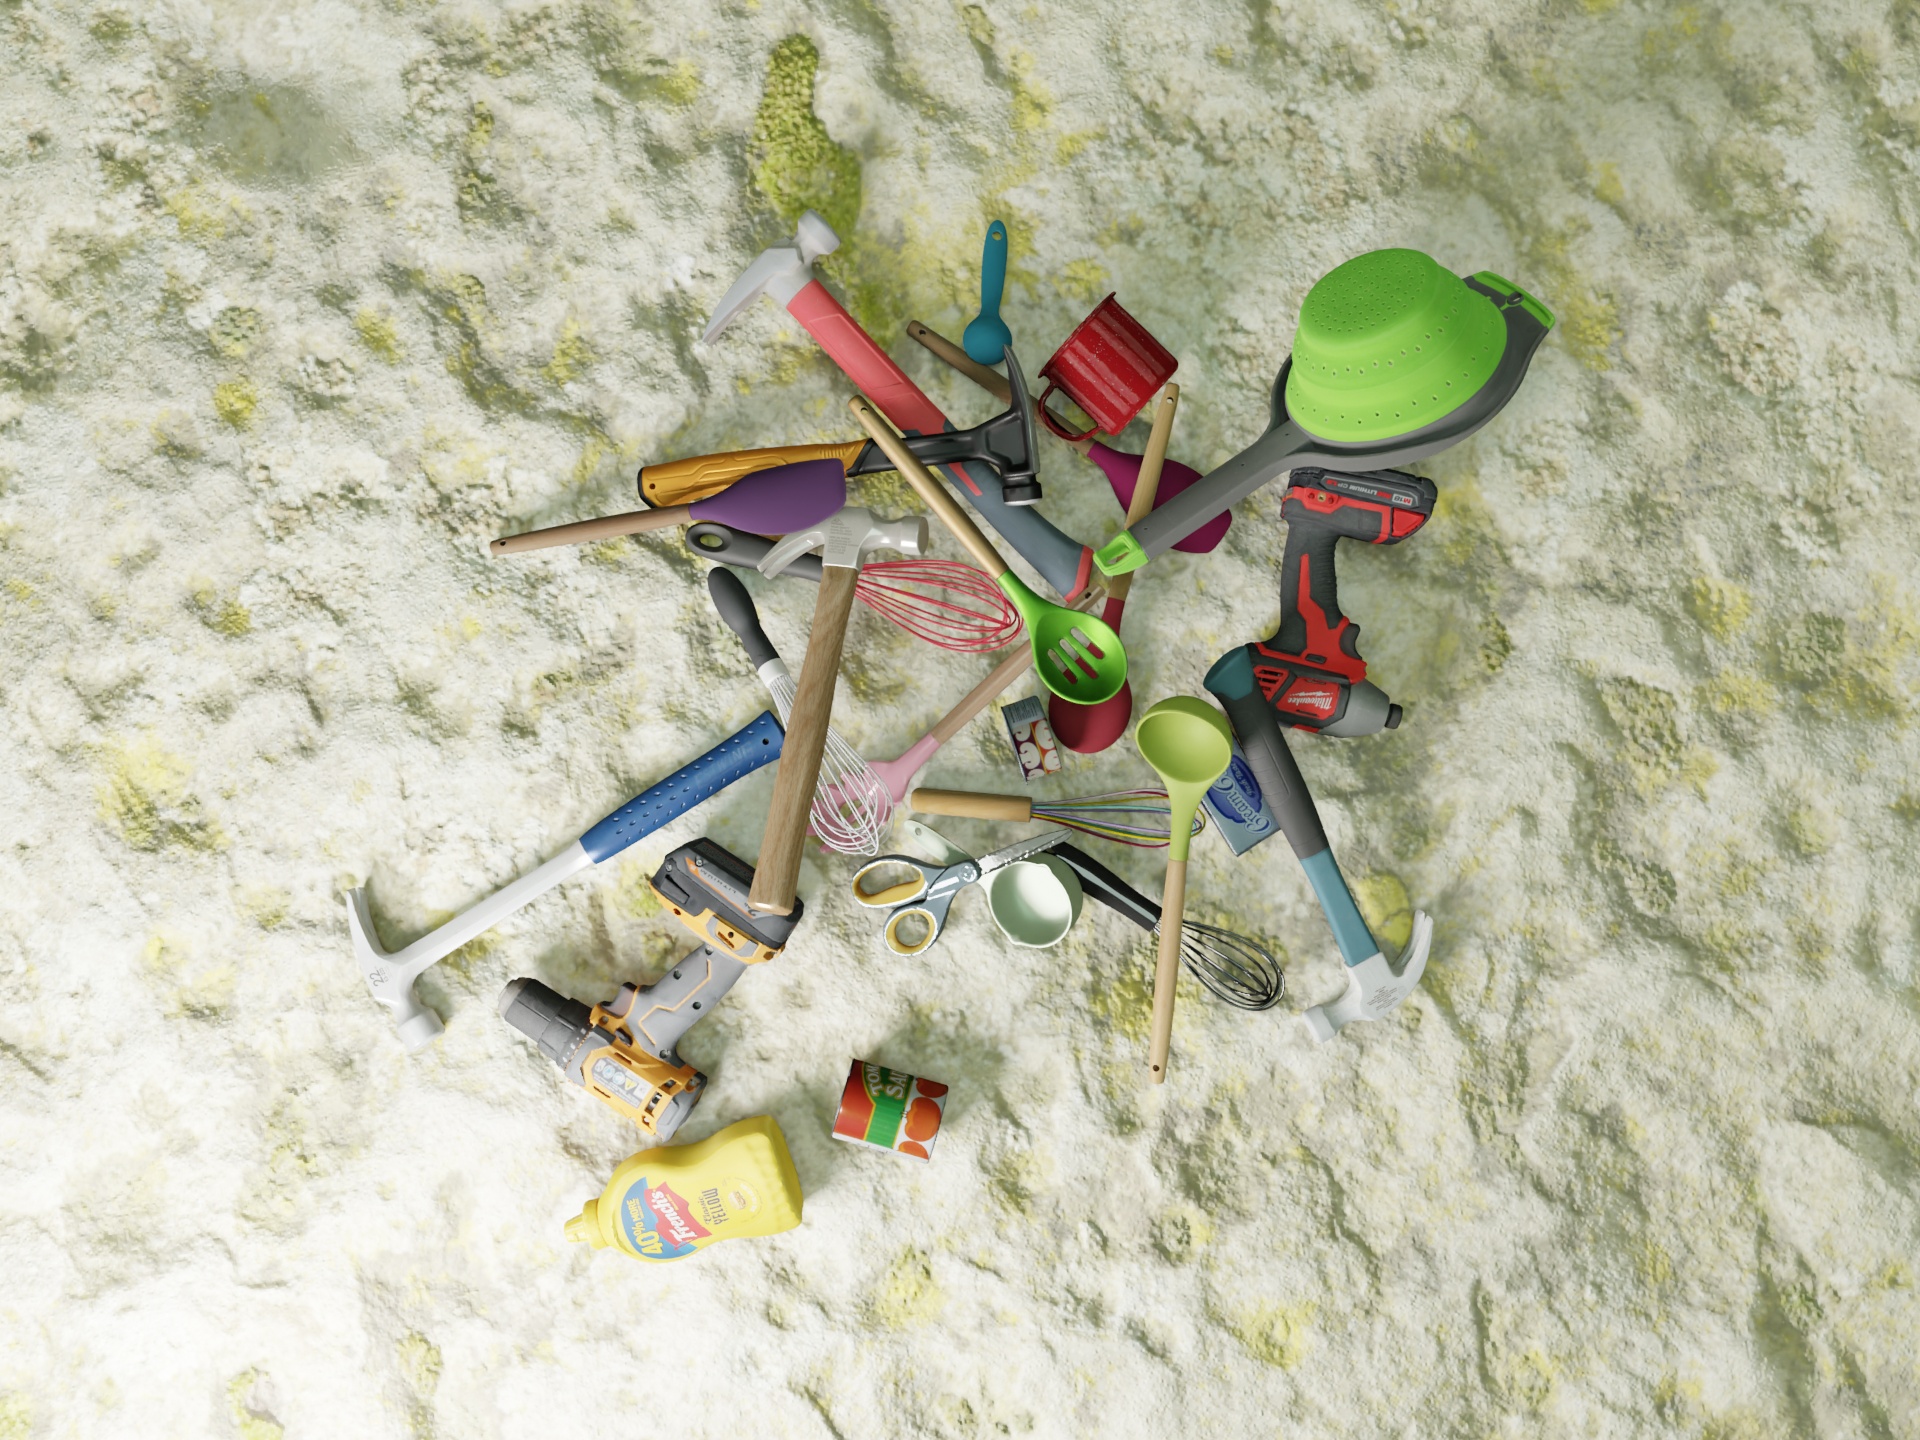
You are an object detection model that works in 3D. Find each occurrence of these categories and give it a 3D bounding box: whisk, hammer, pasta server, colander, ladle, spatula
[{"bbox_3d":[0.162,0.162,1.313,0.239,0.055,0.055,33,90,6],"label":"whisk"},{"bbox_3d":[-0.105,-0.220,1.301,0.337,0.034,0.127,-6,101,11],"label":"hammer"},{"bbox_3d":[-0.002,-0.004,1.309,0.316,0.040,0.060,-42,77,6],"label":"pasta server"},{"bbox_3d":[-0.090,-0.118,1.320,0.296,0.073,0.073,16,89,8],"label":"whisk"},{"bbox_3d":[0.279,0.095,1.286,0.128,0.033,0.331,-27,101,0],"label":"hammer"},{"bbox_3d":[0.261,-0.253,1.243,0.397,0.205,0.094,-34,131,5],"label":"colander"},{"bbox_3d":[-0.118,-0.013,1.248,0.130,0.031,0.331,7,75,15],"label":"hammer"},{"bbox_3d":[-0.324,0.110,1.328,0.405,0.035,0.144,-32,89,0],"label":"hammer"},{"bbox_3d":[-0.137,-0.013,1.295,0.070,0.070,0.285,-31,73,0],"label":"whisk"},{"bbox_3d":[0.081,0.075,1.323,0.245,0.051,0.047,5,68,5],"label":"whisk"},{"bbox_3d":[0.167,0.138,1.261,0.078,0.062,0.320,8,99,23],"label":"ladle"},{"bbox_3d":[0.137,-0.125,1.318,0.069,0.031,0.315,14,92,1],"label":"ladle"},{"bbox_3d":[-0.041,-0.235,1.325,0.143,0.038,0.386,-43,90,10],"label":"hammer"},{"bbox_3d":[-0.244,-0.165,1.309,0.316,0.018,0.060,-7,77,14],"label":"spatula"}]

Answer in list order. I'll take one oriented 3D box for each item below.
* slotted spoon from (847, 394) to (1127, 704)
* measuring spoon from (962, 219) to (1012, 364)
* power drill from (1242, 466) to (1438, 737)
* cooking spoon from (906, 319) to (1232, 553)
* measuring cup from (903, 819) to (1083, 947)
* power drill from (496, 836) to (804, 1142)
[{"bbox_3d":[0.018,-0.138,1.269,0.070,0.031,0.313,-42,94,-3],"label":"slotted spoon"},{"bbox_3d":[0.028,-0.362,1.330,0.042,0.021,0.129,6,81,-8],"label":"measuring spoon"},{"bbox_3d":[0.311,-0.096,1.302,0.143,0.078,0.219,14,92,3],"label":"power drill"},{"bbox_3d":[0.088,-0.243,1.336,0.319,0.017,0.069,34,88,1],"label":"cooking spoon"},{"bbox_3d":[0.028,0.123,1.322,0.168,0.038,0.083,31,120,20],"label":"measuring cup"},{"bbox_3d":[-0.256,0.206,1.306,0.185,0.084,0.226,33,94,2],"label":"power drill"}]
